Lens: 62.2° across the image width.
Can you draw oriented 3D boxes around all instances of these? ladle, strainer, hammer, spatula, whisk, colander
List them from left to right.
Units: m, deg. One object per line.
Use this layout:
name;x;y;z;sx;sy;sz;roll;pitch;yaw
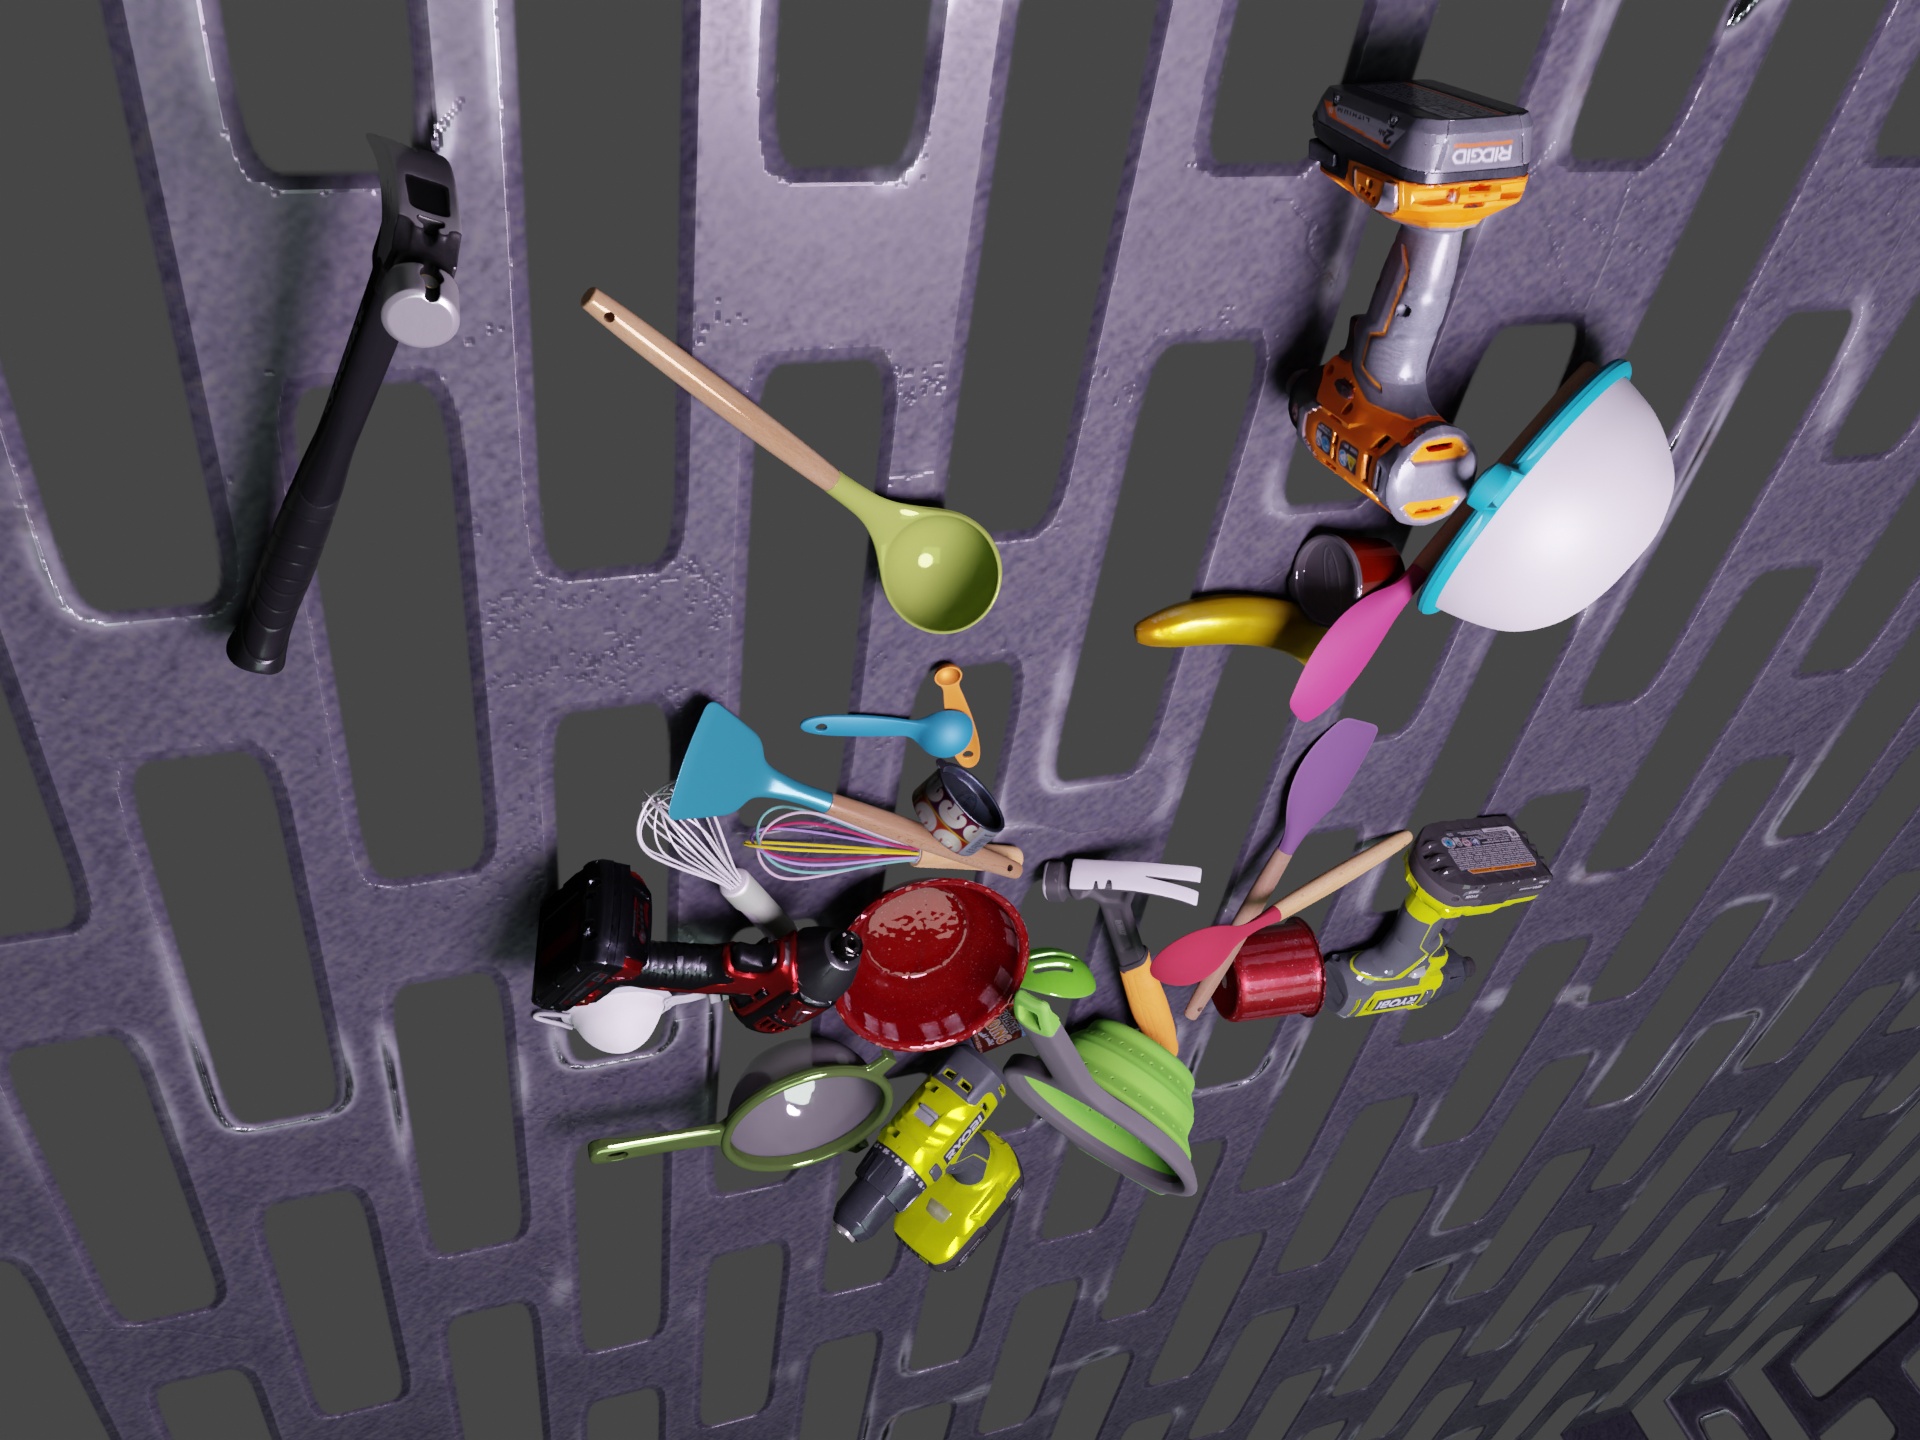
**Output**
hammer;-0.318;-0.138;0.802;0.035;0.146;0.334;10;138;-32
strainer;-0.201;0.216;1.250;0.258;0.050;0.086;-15;152;-16
whisk;-0.169;0.115;1.160;0.059;0.058;0.246;-52;145;-16
strainer;-0.186;0.320;1.336;0.256;0.069;0.151;-5;137;-21
ladle;-0.091;-0.148;0.928;0.078;0.062;0.319;-43;132;15
spatula;-0.070;0.070;1.144;0.317;0.044;0.082;22;85;-34
whisk;-0.055;0.097;1.205;0.244;0.051;0.047;7;150;-36
colander;0.126;0.297;1.398;0.094;0.205;0.396;-55;148;-20
hammer;0.164;0.221;1.402;0.127;0.034;0.336;1;145;17
spatula;0.265;0.132;1.367;0.059;0.018;0.315;11;116;-29
ladle;0.285;0.155;1.358;0.315;0.031;0.069;-22;146;-33
strainer;0.387;-0.125;1.022;0.211;0.095;0.340;-55;164;20

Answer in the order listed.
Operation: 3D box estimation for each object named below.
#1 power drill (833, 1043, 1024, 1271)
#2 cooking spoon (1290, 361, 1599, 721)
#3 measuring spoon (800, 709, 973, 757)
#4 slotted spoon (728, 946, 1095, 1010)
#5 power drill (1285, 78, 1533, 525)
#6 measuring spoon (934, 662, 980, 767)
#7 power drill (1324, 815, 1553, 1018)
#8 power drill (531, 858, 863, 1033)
power drill;-0.025;0.415;1.446;0.190;0.080;0.228;-47;149;-20
cooking spoon;0.339;-0.125;1.112;0.319;0.017;0.068;-50;141;1
measuring spoon;-0.050;0.012;1.122;0.128;0.021;0.042;3;138;-22
slotted spoon;-0.036;0.220;1.325;0.313;0.070;0.031;-3;114;-15
power drill;0.246;-0.248;0.929;0.084;0.164;0.226;-10;123;-16
measuring spoon;-0.002;-0.004;1.147;0.021;0.011;0.116;-14;141;0
power drill;0.456;0.194;1.511;0.171;0.080;0.223;-4;137;-24
power drill;-0.182;0.170;1.144;0.219;0.079;0.143;16;146;-30
